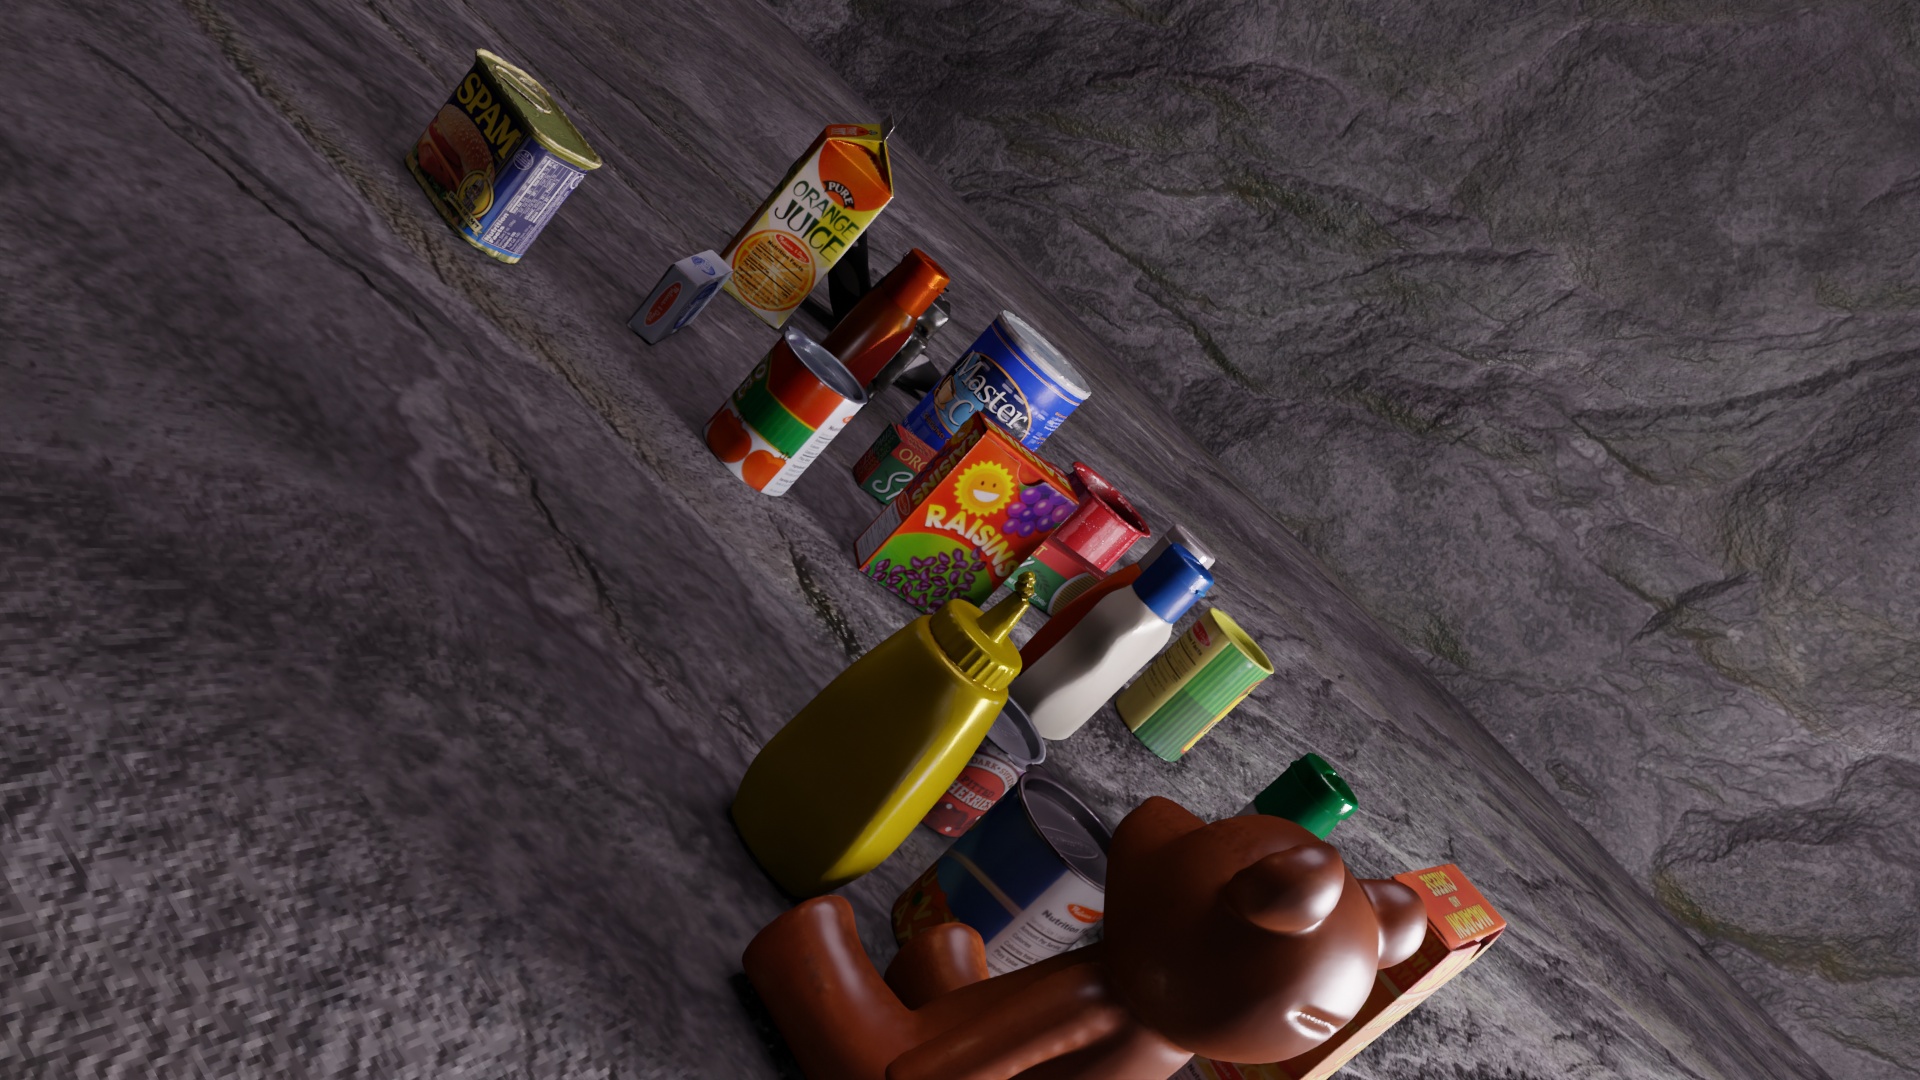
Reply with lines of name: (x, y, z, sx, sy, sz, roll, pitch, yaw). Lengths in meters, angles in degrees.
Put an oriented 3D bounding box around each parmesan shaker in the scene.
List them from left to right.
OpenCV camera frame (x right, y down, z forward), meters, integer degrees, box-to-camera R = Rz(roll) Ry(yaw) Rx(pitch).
parmesan shaker: (0.175, 0.108, 1.047, 0.071, 0.103, 0.071, 40, 16, -13)

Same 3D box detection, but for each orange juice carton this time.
orange juice carton: (-0.118, -0.276, 1.156, 0.073, 0.192, 0.072, 38, 16, -19)

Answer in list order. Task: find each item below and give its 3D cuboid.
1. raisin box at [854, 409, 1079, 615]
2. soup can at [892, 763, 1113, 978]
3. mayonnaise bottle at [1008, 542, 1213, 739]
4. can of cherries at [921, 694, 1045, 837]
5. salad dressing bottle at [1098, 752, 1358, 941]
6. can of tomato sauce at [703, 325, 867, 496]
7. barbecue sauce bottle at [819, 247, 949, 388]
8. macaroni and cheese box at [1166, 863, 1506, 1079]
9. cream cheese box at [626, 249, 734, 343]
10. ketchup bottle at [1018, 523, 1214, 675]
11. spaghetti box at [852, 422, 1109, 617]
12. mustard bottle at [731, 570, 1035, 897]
raisin box: (0.003, -0.011, 0.895, 0.086, 0.123, 0.040, 36, 17, -26)
soup can: (0.021, 0.149, 0.593, 0.071, 0.083, 0.071, 40, 16, -13)
mayonnaise bottle: (0.096, 0.065, 0.881, 0.065, 0.147, 0.041, 23, 25, -53)
can of cherries: (0.000, 0.107, 0.698, 0.071, 0.058, 0.072, 40, 16, -13)
salad dressing bottle: (0.136, 0.169, 0.708, 0.044, 0.147, 0.064, 49, 16, 20)
can of tomato sauce: (-0.111, -0.080, 0.867, 0.071, 0.083, 0.071, 40, 16, -13)
barbecue sauce bottle: (-0.069, -0.150, 1.031, 0.044, 0.148, 0.065, 47, 15, 12)
macaroni and cheese box: (0.155, 0.212, 0.609, 0.040, 0.166, 0.124, 52, 17, 27)
cream cheese box: (-0.191, -0.169, 0.954, 0.024, 0.053, 0.104, 41, 15, -8)
ketchup bottle: (0.107, 0.053, 0.937, 0.065, 0.148, 0.043, 48, 16, 15)
spaghetti box: (0.026, -0.003, 1.068, 0.250, 0.050, 0.029, 34, 18, -30)
mustard bottle: (-0.021, 0.071, 0.549, 0.065, 0.160, 0.049, 49, 16, 20)
